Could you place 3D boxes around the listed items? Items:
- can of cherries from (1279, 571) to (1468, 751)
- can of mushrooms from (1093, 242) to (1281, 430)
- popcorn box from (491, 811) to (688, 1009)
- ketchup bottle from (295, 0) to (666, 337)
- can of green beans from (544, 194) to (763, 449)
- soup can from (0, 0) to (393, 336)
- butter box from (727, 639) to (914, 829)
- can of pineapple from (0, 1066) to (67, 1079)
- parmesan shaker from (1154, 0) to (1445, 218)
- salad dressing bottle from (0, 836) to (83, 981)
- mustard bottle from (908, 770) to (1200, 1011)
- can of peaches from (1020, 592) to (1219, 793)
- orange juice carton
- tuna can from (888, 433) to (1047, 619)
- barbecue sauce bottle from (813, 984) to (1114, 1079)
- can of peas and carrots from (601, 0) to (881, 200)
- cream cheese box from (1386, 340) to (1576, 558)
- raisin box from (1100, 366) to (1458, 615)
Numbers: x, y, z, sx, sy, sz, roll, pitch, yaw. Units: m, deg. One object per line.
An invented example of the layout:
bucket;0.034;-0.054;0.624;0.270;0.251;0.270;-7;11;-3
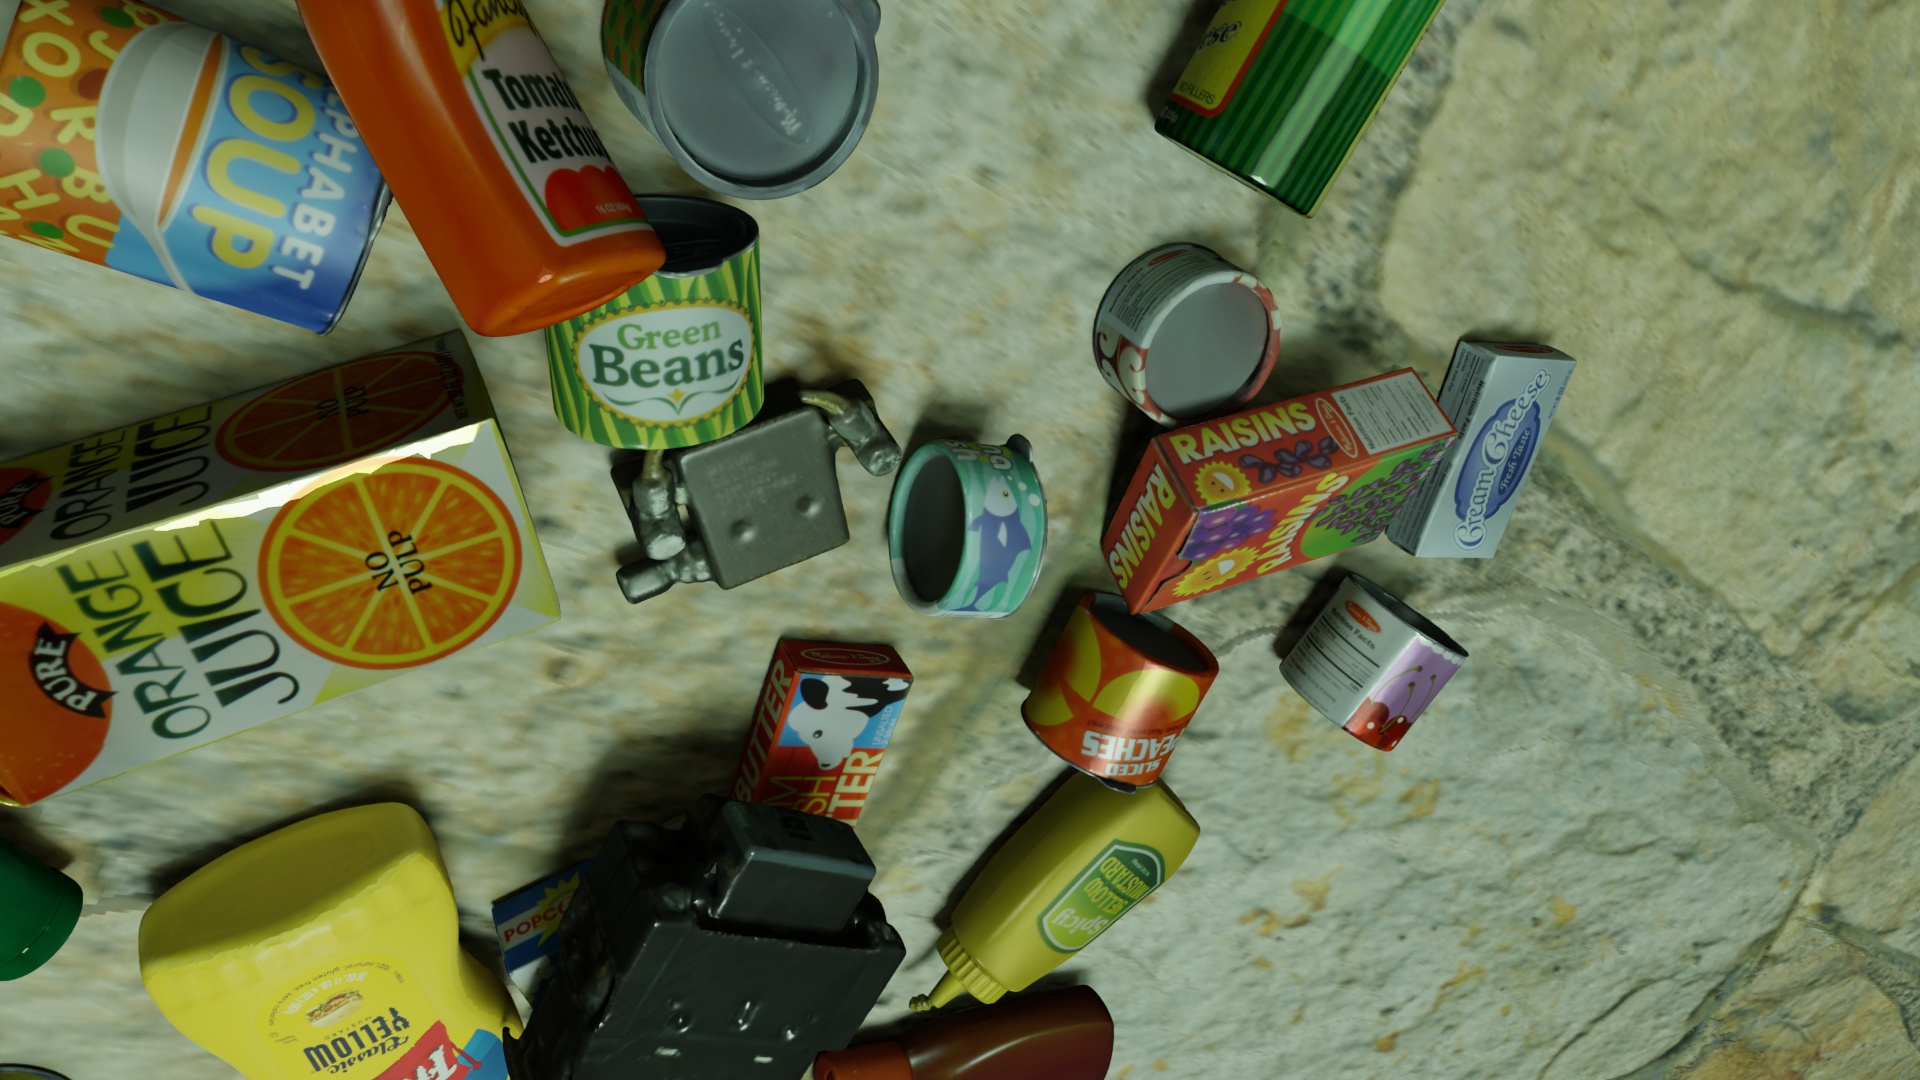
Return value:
can of cherries;0.195;0.058;0.653;0.071;0.072;0.058;24;106;-36
can of mushrooms;0.089;-0.076;0.536;0.071;0.033;0.070;-13;123;-21
popcorn box;-0.127;0.184;0.578;0.085;0.038;0.126;-25;127;-12
ketchup bottle;-0.131;-0.125;0.342;0.043;0.065;0.148;-26;96;21
can of green beans;-0.094;-0.067;0.424;0.071;0.071;0.057;-11;124;-22
soup can;-0.193;-0.097;0.350;0.084;0.071;0.071;17;110;-34
butter box;-0.061;0.090;0.565;0.053;0.024;0.103;7;115;-32
can of pineapple;-0.339;0.229;0.481;0.071;0.058;0.070;-14;124;-21
parmesan shaker;0.119;-0.170;0.470;0.071;0.071;0.102;19;109;-35
salad dressing bottle;-0.325;0.081;0.402;0.147;0.064;0.044;64;37;-45
mustard bottle;0.038;0.170;0.651;0.160;0.049;0.065;-44;127;3
can of peaches;0.068;0.063;0.587;0.071;0.071;0.058;15;110;-34
orange juice carton;-0.223;0.010;0.399;0.193;0.072;0.072;-20;126;-16
tuna can;0.002;-0.006;0.512;0.033;0.071;0.070;4;117;-29
barbecue sauce bottle;0.002;0.262;0.693;0.149;0.044;0.064;0;119;-27
can of peas and carrots;-0.063;-0.140;0.400;0.071;0.059;0.070;-14;124;-21
cream cheese box;0.240;-0.041;0.644;0.053;0.024;0.103;0;118;-26
raisin box;0.127;-0.019;0.567;0.124;0.040;0.085;-15;154;-19
